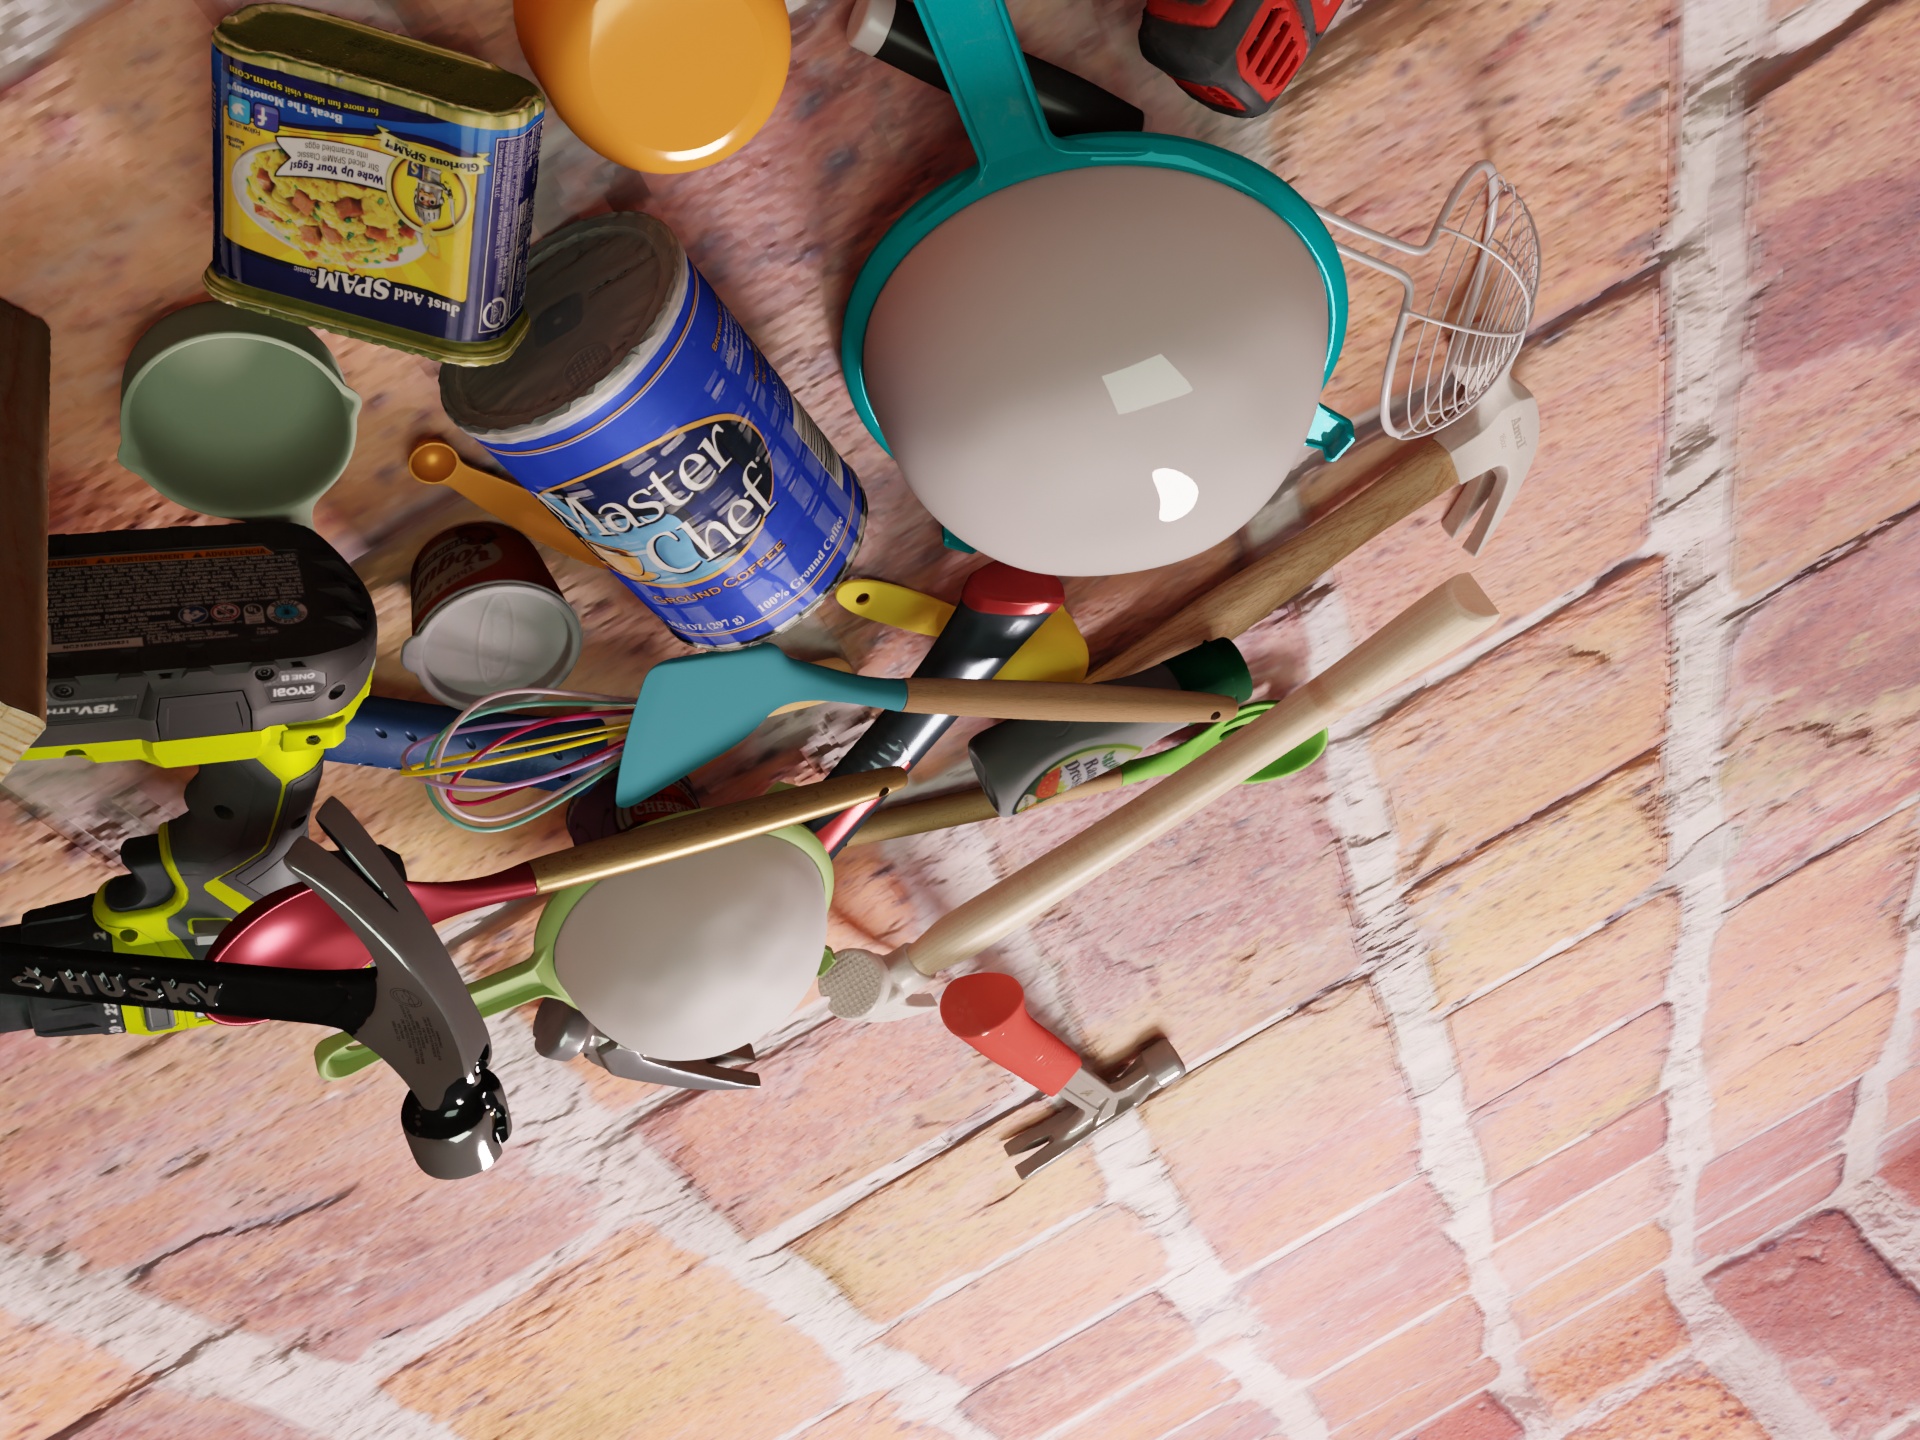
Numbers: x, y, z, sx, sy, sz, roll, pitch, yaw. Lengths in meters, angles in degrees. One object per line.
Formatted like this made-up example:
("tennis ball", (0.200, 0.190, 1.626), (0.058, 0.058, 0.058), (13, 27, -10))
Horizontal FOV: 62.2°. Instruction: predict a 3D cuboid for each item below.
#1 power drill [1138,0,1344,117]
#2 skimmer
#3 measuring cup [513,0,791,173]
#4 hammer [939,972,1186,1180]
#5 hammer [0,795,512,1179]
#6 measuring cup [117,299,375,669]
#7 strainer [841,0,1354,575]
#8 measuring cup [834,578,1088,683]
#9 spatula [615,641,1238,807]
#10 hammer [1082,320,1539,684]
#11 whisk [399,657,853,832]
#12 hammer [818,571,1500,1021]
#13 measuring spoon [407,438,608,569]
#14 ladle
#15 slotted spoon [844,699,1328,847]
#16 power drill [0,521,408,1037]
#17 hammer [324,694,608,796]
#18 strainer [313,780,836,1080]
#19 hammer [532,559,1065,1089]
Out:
("power drill", (0.081, -0.329, 0.515), (0.226, 0.080, 0.188), (19, 110, -44))
("skimmer", (0.110, -0.220, 0.674), (0.363, 0.090, 0.127), (14, 101, -26))
("measuring cup", (-0.128, -0.241, 0.503), (0.095, 0.052, 0.173), (-46, 139, 18))
("hammer", (0.049, 0.229, 1.037), (0.149, 0.037, 0.358), (-34, 152, 3))
("hammer", (-0.365, 0.081, 0.556), (0.409, 0.036, 0.149), (4, 126, 9))
("measuring cup", (-0.256, -0.084, 0.602), (0.083, 0.038, 0.167), (-19, 140, -12))
("strainer", (0.037, -0.154, 0.594), (0.211, 0.095, 0.340), (-13, 147, 14))
("measuring cup", (0.003, -0.040, 0.798), (0.156, 0.029, 0.062), (15, 123, -40))
("spatula", (-0.001, -0.002, 0.734), (0.317, 0.044, 0.082), (1, 131, -26))
("hammer", (0.166, -0.072, 0.859), (0.331, 0.031, 0.129), (-35, 138, 7))
("whisk", (-0.132, 0.001, 0.697), (0.245, 0.051, 0.047), (-16, 161, -49))
("hammer", (0.113, 0.049, 0.887), (0.410, 0.038, 0.146), (-34, 164, 8))
("measuring spoon", (-0.179, -0.089, 0.663), (0.021, 0.011, 0.116), (-45, 140, 16))
("ladle", (-0.156, 0.060, 0.671), (0.315, 0.031, 0.069), (-15, 141, -32))
("slotted spoon", (0.067, 0.034, 0.913), (0.313, 0.031, 0.070), (-12, 138, -17))
("power drill", (-0.311, 0.040, 0.610), (0.190, 0.080, 0.228), (-7, 137, -26))
("hammer", (-0.338, -0.006, 0.633), (0.405, 0.035, 0.144), (10, 125, -37))
("strainer", (-0.171, 0.133, 0.750), (0.256, 0.069, 0.151), (-20, 139, -14))
("hammer", (-0.067, 0.067, 0.836), (0.143, 0.038, 0.386), (22, 122, -37))
